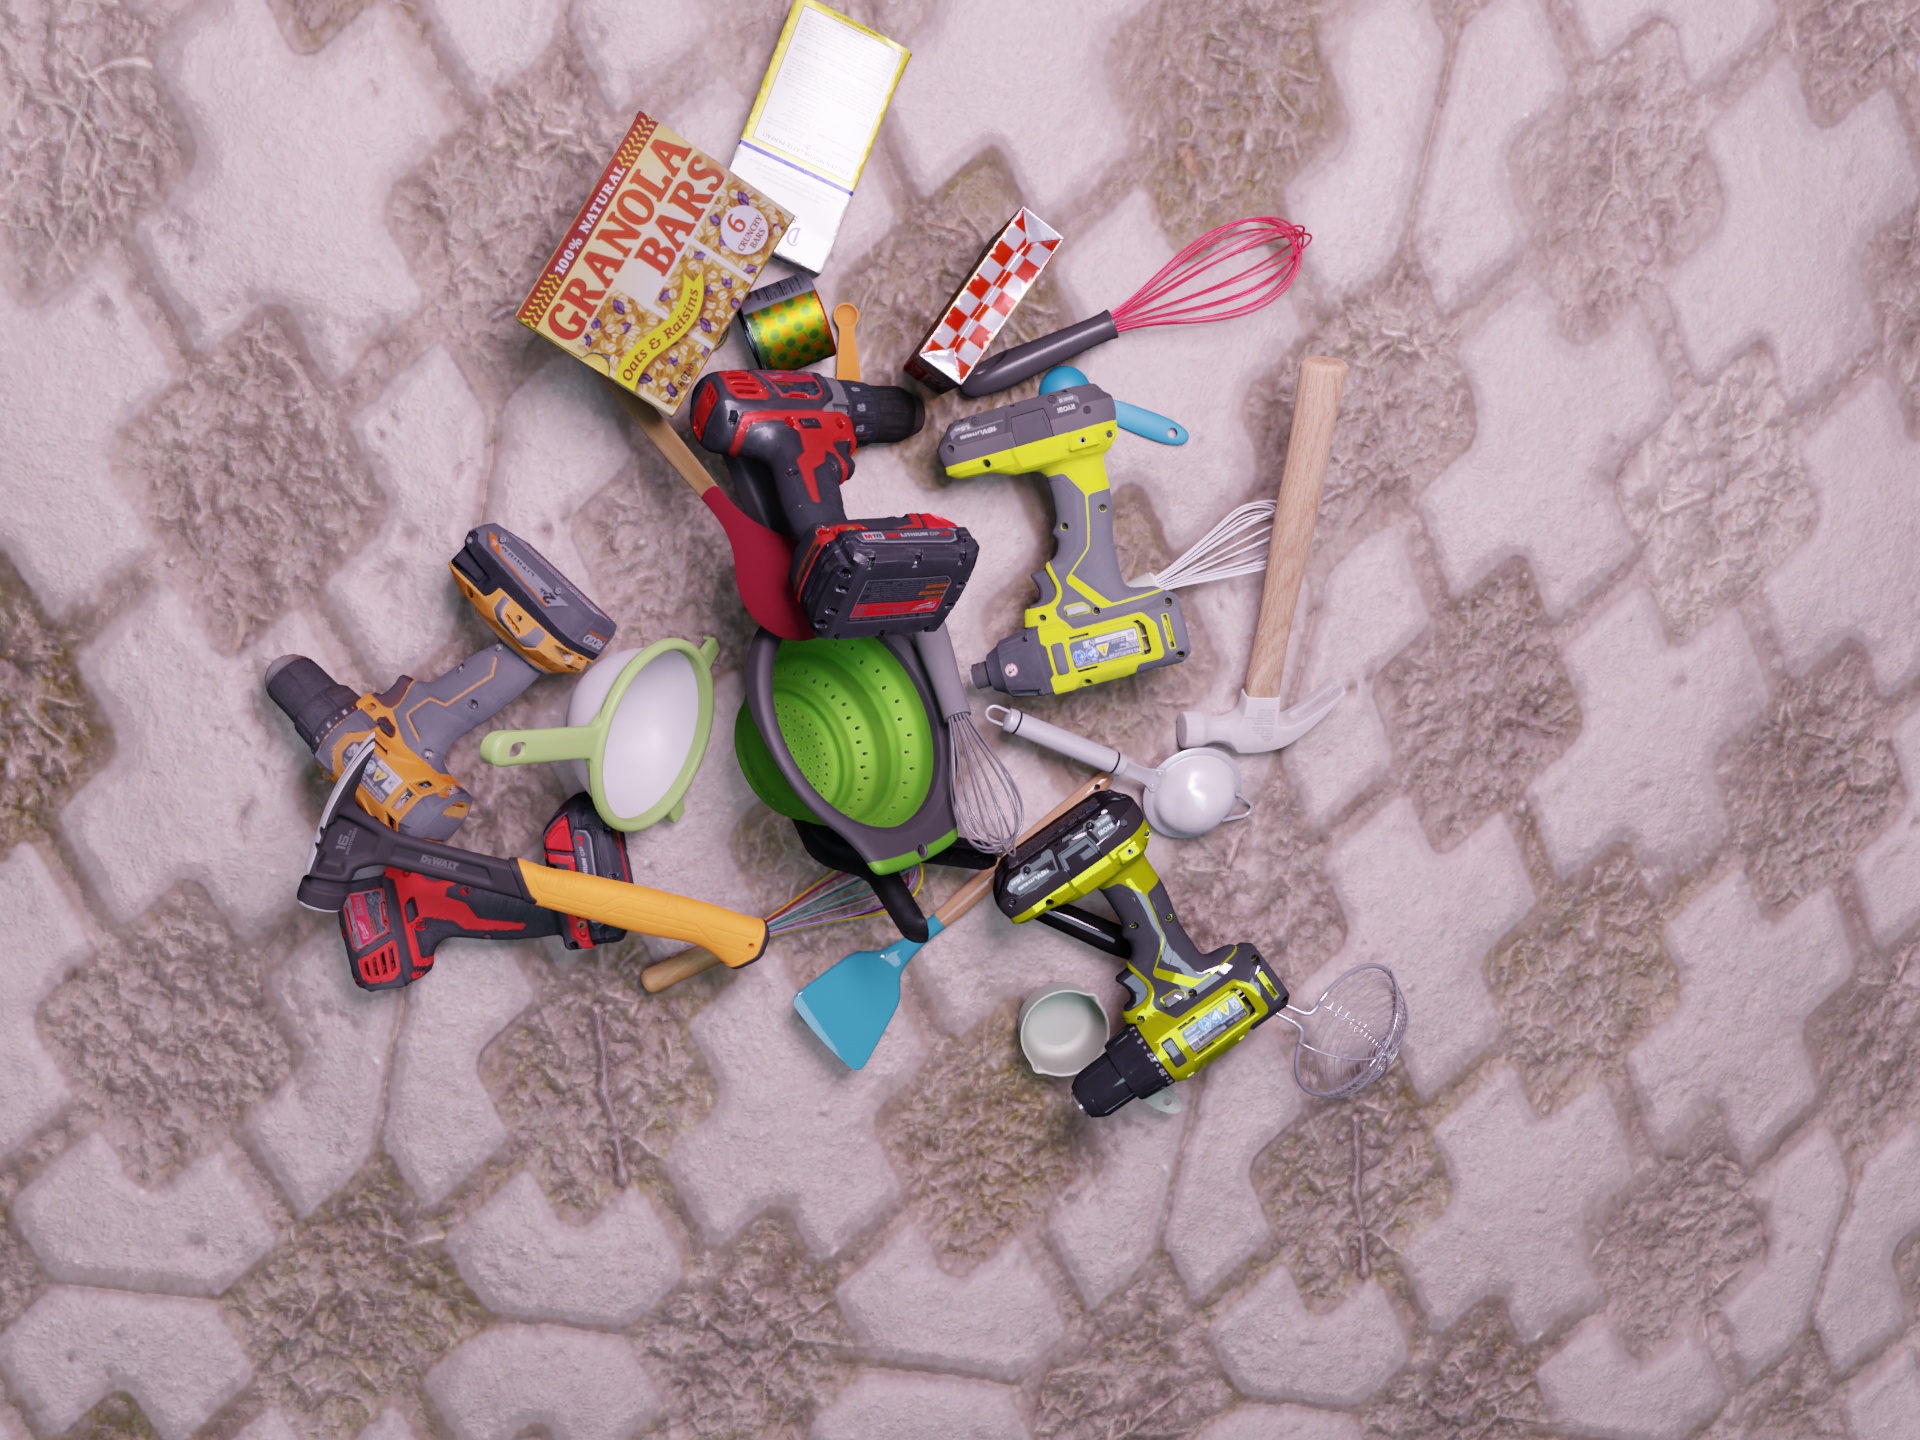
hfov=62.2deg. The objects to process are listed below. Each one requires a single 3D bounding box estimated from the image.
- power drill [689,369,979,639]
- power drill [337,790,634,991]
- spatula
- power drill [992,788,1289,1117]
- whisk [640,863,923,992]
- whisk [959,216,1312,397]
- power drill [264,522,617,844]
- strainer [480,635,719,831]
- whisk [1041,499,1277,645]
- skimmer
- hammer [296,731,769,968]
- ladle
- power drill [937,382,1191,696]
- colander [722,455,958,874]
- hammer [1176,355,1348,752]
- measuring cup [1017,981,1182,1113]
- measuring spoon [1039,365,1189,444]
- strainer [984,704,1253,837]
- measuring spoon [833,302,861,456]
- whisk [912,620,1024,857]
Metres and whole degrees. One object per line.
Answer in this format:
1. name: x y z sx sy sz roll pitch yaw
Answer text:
1. power drill: -0.073 -0.168 1.143 0.187 0.227 0.080 -7 143 -36
2. power drill: -0.371 0.121 1.228 0.219 0.078 0.143 -9 101 -4
3. spatula: 0.005 0.151 1.305 0.317 0.044 0.082 -41 97 -1
4. power drill: 0.126 0.190 1.272 0.190 0.080 0.228 -35 96 1
5. whisk: -0.143 0.166 1.287 0.245 0.051 0.047 -24 109 -1
6. whisk: 0.135 -0.315 1.233 0.296 0.073 0.073 -23 103 1
7. power drill: -0.391 -0.040 1.178 0.185 0.084 0.226 41 89 11
8. strainer: -0.276 0.007 1.156 0.069 0.256 0.151 17 99 22
9. whisk: 0.165 -0.111 1.281 0.246 0.057 0.059 -26 69 1
10. skimmer: 0.214 0.215 1.357 0.363 0.090 0.127 23 97 -2
11. hammer: -0.293 0.115 1.161 0.336 0.034 0.127 19 100 -25
12. ladle: -0.196 -0.184 1.155 0.069 0.031 0.315 -34 75 -24
13. power drill: 0.068 -0.133 1.225 0.171 0.080 0.223 -14 98 12
14. colander: -0.136 -0.063 1.219 0.094 0.204 0.397 -25 86 37
15. hammer: 0.258 -0.121 1.248 0.130 0.031 0.331 0 120 -9
16. measuring cup: 0.120 0.283 1.351 0.167 0.038 0.083 36 93 -15
17. measuring spoon: 0.124 -0.245 1.260 0.128 0.021 0.042 18 97 -10
18. strainer: 0.134 0.040 1.292 0.258 0.050 0.087 22 110 -16
19. measuring spoon: -0.087 -0.264 1.233 0.021 0.011 0.117 -5 105 -12
20. whisk: -0.001 -0.004 1.233 0.055 0.055 0.239 -17 73 -5
